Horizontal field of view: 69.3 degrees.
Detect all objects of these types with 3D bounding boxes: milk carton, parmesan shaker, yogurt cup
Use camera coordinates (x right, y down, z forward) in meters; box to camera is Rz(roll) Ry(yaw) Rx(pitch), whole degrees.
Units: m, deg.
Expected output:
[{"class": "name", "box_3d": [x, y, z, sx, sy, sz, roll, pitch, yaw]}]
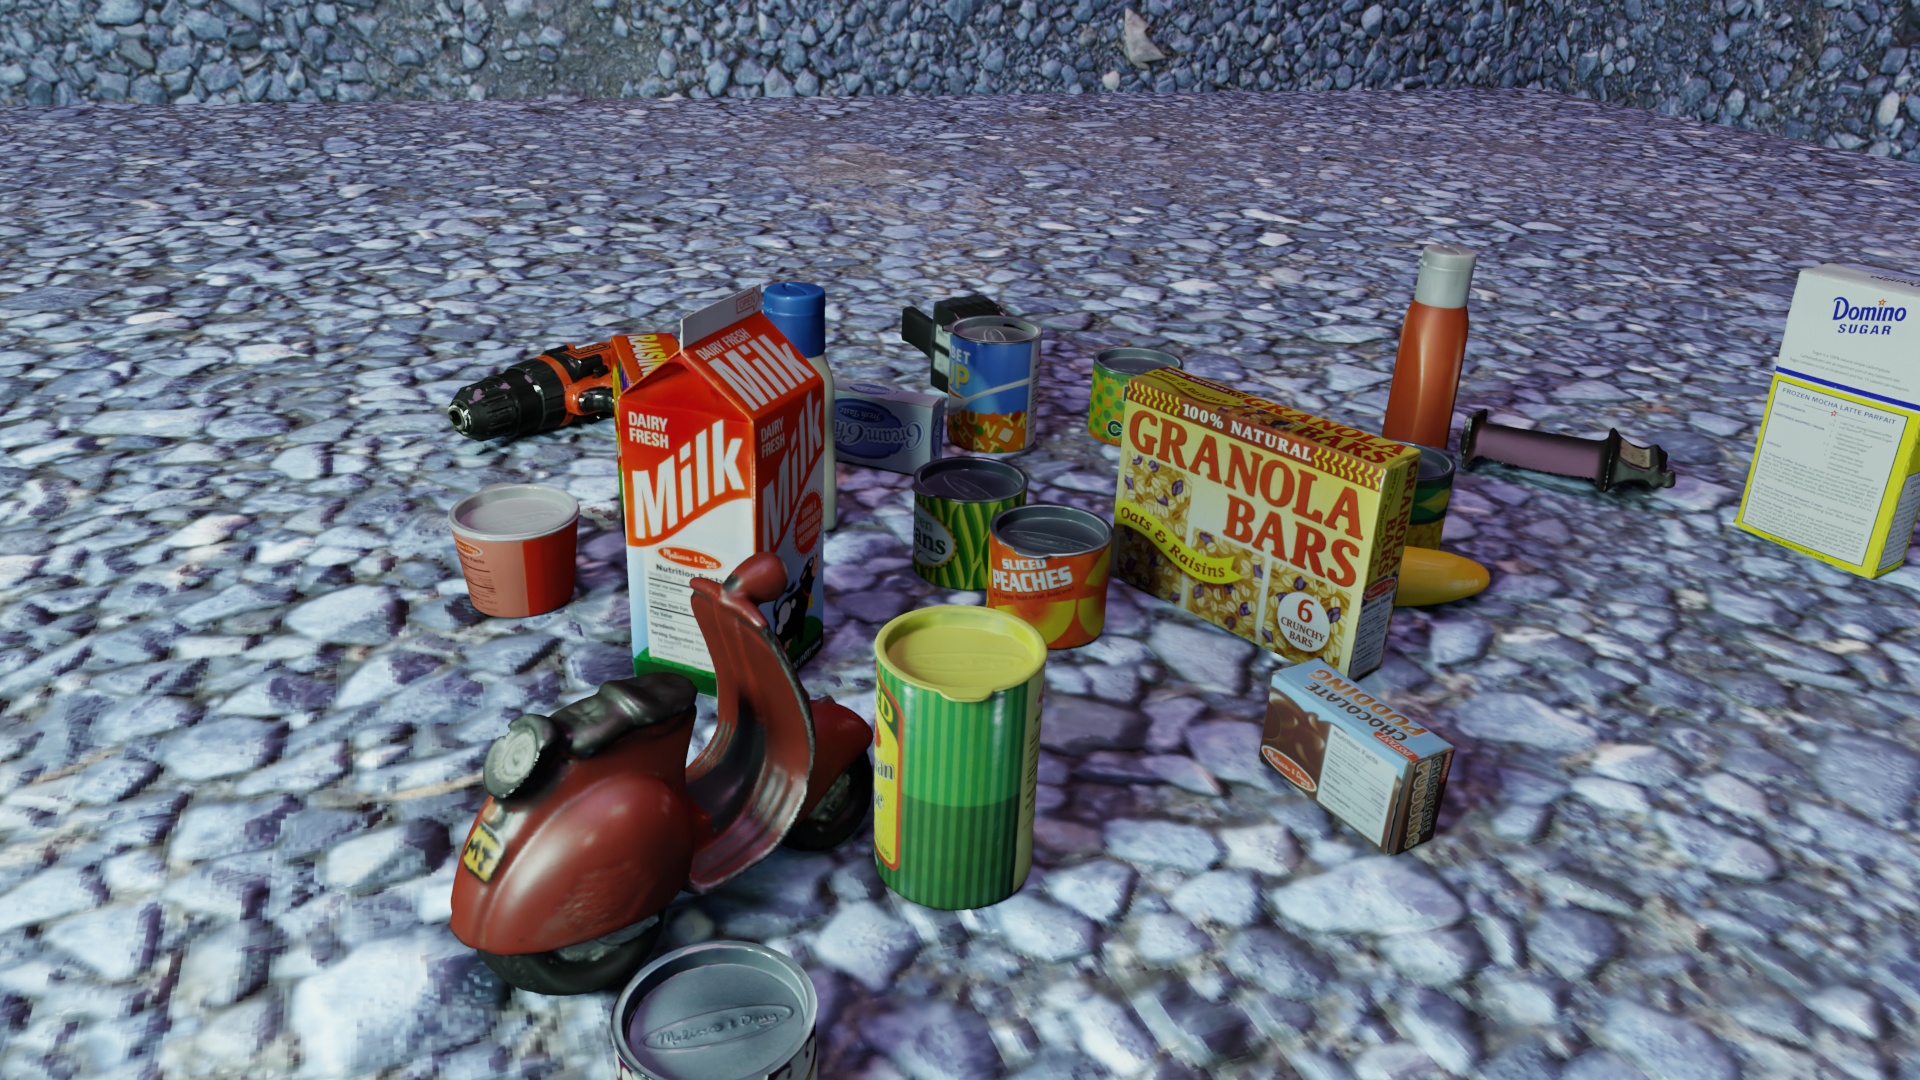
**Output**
[{"class": "milk carton", "box_3d": [-0.113, -0.024, 0.671, 0.073, 0.189, 0.073, 11, 26, 18]}, {"class": "parmesan shaker", "box_3d": [-0.002, 0.087, 0.549, 0.071, 0.102, 0.071, 2, 25, -1]}, {"class": "yogurt cup", "box_3d": [-0.240, 0.007, 0.754, 0.072, 0.053, 0.073, 2, 25, -1]}]

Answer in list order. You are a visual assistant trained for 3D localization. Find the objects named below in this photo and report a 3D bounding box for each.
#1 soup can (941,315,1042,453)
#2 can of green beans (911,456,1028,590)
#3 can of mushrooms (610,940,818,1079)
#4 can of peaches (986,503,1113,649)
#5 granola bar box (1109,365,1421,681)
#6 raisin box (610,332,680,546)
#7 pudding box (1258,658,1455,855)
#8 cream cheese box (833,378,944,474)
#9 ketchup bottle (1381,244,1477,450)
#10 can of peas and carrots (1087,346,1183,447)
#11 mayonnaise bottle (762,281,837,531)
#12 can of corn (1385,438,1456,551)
[{"class": "soup can", "box_3d": [0.021, -0.113, 0.997, 0.071, 0.083, 0.071, 2, 25, -1]}, {"class": "can of green beans", "box_3d": [0.005, -0.010, 0.809, 0.071, 0.057, 0.071, 2, 25, -1]}, {"class": "can of mushrooms", "box_3d": [-0.079, 0.167, 0.453, 0.071, 0.033, 0.071, 2, 25, -1]}, {"class": "can of peaches", "box_3d": [0.046, 0.020, 0.749, 0.071, 0.057, 0.071, 2, 25, -1]}, {"class": "granola bar box", "box_3d": [0.158, -0.012, 0.750, 0.039, 0.123, 0.166, -19, 33, -38]}, {"class": "raisin box", "box_3d": [-0.173, -0.048, 0.796, 0.040, 0.122, 0.086, -6, 26, -18]}, {"class": "pudding box", "box_3d": [0.173, 0.094, 0.614, 0.030, 0.049, 0.084, -12, 29, -29]}, {"class": "cream cheese box", "box_3d": [-0.063, -0.079, 0.953, 0.104, 0.053, 0.024, 12, 26, 18]}, {"class": "ketchup bottle", "box_3d": [0.339, -0.136, 1.002, 0.043, 0.148, 0.065, 2, 25, -1]}, {"class": "can of peas and carrots", "box_3d": [0.128, -0.104, 1.019, 0.071, 0.058, 0.071, 2, 25, -1]}, {"class": "mayonnaise bottle", "box_3d": [-0.099, -0.080, 0.842, 0.041, 0.147, 0.065, -12, 28, -28]}, {"class": "can of corn", "box_3d": [0.271, -0.025, 0.865, 0.071, 0.058, 0.071, 2, 25, -1]}]
